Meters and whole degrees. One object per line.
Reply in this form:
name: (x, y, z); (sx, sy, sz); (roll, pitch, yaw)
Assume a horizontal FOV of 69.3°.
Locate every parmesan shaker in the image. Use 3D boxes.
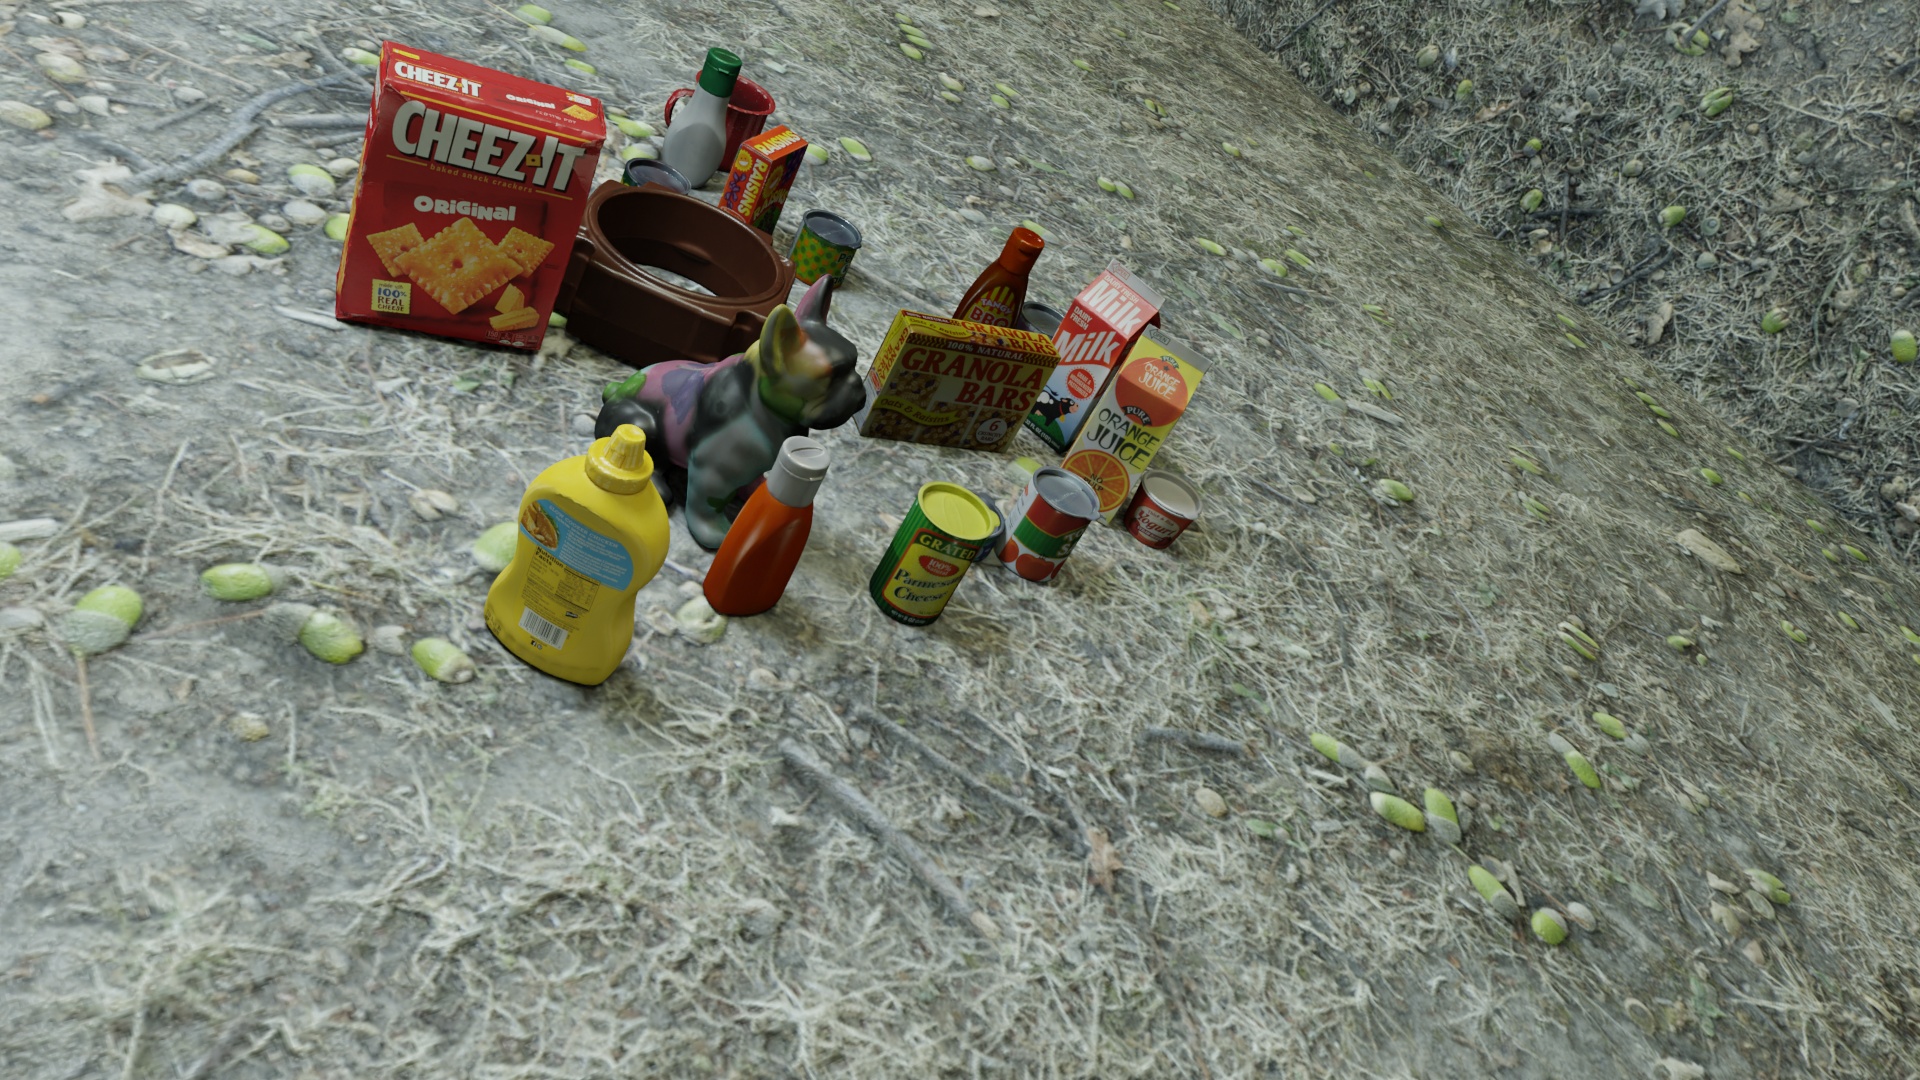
parmesan shaker: (-0.022, 0.013, 1.118); (0.071, 0.102, 0.072); (20, 36, -15)

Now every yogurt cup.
yogurt cup: (0.198, -0.029, 1.374); (0.072, 0.053, 0.073); (20, 36, -15)

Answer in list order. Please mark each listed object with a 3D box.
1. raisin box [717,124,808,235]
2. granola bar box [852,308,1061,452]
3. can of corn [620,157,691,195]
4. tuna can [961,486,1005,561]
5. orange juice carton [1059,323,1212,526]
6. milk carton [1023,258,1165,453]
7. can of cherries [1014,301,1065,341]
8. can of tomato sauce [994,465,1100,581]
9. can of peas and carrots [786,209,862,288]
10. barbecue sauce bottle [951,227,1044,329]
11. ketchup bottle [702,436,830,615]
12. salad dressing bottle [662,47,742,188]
raisin box: (-0.209, -0.356, 1.425); (0.040, 0.122, 0.086); (33, 34, 4)
granola bar box: (-0.005, -0.148, 1.313); (0.166, 0.123, 0.039); (5, 42, -32)
can of corn: (-0.311, -0.338, 1.385); (0.071, 0.058, 0.071); (20, 36, -15)
tuna can: (0.004, -0.015, 1.234); (0.071, 0.032, 0.071); (20, 36, -15)
orange juice carton: (0.164, -0.115, 1.336); (0.072, 0.191, 0.073); (31, 34, 1)
milk carton: (0.135, -0.188, 1.407); (0.072, 0.189, 0.074); (42, 36, 16)
can of cherries: (0.084, -0.218, 1.524); (0.071, 0.058, 0.072); (20, 36, -15)
can of tomato sauce: (0.078, -0.013, 1.241); (0.071, 0.082, 0.071); (20, 36, -15)
can of peas and carrots: (-0.143, -0.306, 1.467); (0.071, 0.058, 0.071); (20, 36, -15)
barbecue sauce bottle: (0.040, -0.260, 1.465); (0.065, 0.147, 0.044); (20, 36, -15)
ketchup bottle: (-0.138, -0.010, 1.021); (0.065, 0.148, 0.043); (-10, 51, -43)
salad dressing bottle: (-0.271, -0.447, 1.472); (0.064, 0.147, 0.044); (14, 38, -23)
